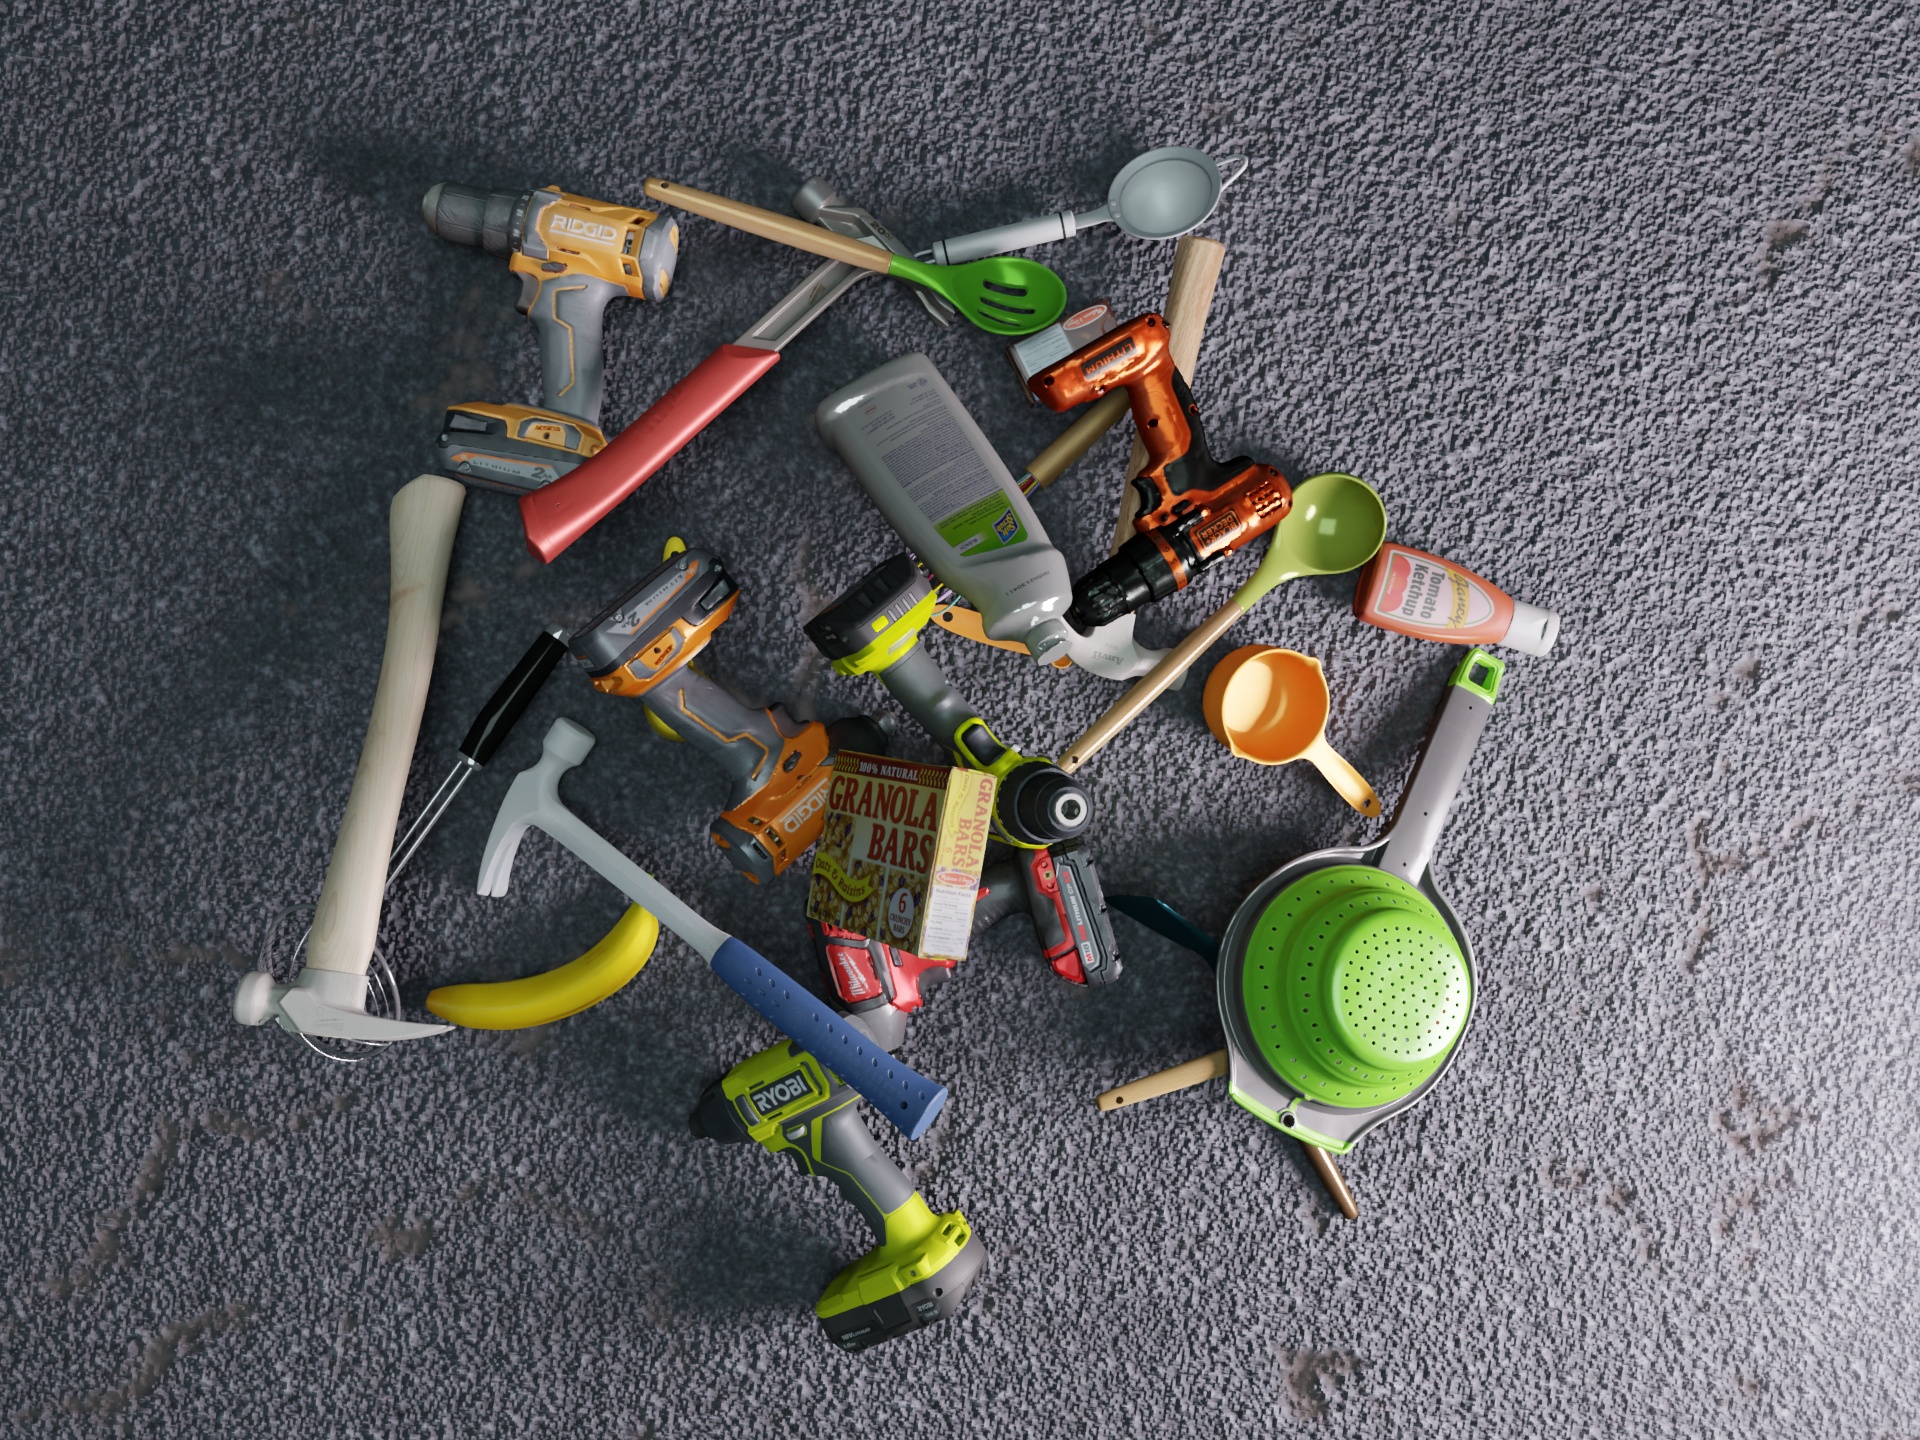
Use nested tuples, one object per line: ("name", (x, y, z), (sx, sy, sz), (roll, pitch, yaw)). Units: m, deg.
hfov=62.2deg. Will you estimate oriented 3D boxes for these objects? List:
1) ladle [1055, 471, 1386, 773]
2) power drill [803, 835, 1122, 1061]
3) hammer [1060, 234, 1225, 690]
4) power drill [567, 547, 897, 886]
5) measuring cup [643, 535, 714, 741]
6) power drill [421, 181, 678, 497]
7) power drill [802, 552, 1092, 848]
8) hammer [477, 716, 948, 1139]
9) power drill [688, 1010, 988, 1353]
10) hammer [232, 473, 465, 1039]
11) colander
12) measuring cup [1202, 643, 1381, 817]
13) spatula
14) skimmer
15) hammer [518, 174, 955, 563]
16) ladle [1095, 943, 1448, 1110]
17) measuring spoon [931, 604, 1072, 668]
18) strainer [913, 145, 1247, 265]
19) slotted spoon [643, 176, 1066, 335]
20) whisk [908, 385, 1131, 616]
("ladle", (0.189, -0.068, 1.172), (0.320, 0.062, 0.078), (-42, 97, -12))
("power drill", (0.003, 0.171, 1.194), (0.219, 0.078, 0.143), (-15, 91, 2))
("hammer", (0.140, -0.195, 1.189), (0.130, 0.031, 0.331), (12, 95, -11))
("power drill", (-0.157, -0.014, 1.162), (0.164, 0.084, 0.226), (-43, 106, -19))
("measuring cup", (-0.213, -0.061, 1.200), (0.062, 0.029, 0.156), (-3, 94, -2))
("power drill", (-0.321, -0.282, 1.168), (0.185, 0.084, 0.226), (13, 87, -2))
("power drill", (-0.002, -0.004, 1.116), (0.080, 0.190, 0.228), (-41, 99, -11))
("hammer", (-0.182, 0.164, 1.139), (0.406, 0.035, 0.144), (34, 93, 19))
("power drill", (-0.094, 0.344, 1.181), (0.171, 0.080, 0.223), (-31, 90, 27))
("hammer", (-0.404, 0.022, 1.148), (0.146, 0.038, 0.411), (8, 78, 0))
("colander", (0.329, 0.119, 1.155), (0.204, 0.094, 0.397), (28, 78, -8))
("measuring cup", (0.255, 0.013, 1.213), (0.173, 0.052, 0.095), (43, 87, -20))
("spatula", (0.218, 0.255, 1.216), (0.044, 0.082, 0.317), (-33, 98, -23))
("skimmer", (-0.397, 0.087, 1.199), (0.127, 0.090, 0.363), (31, 80, 11))
("hammer", (-0.170, -0.236, 1.145), (0.149, 0.036, 0.359), (44, 72, -2))
("ladle", (0.244, 0.236, 1.183), (0.315, 0.031, 0.069), (-15, 98, -16))
("measuring spoon", (0.031, -0.065, 1.220), (0.117, 0.011, 0.021), (19, 91, 1))
("strainer", (0.088, -0.375, 1.197), (0.258, 0.050, 0.087), (-12, 63, 5))
("slotted spoon", (-0.076, -0.342, 1.159), (0.313, 0.031, 0.070), (15, 67, -8))
("whisk", (0.042, -0.166, 1.201), (0.245, 0.047, 0.051), (-43, 91, -3))
